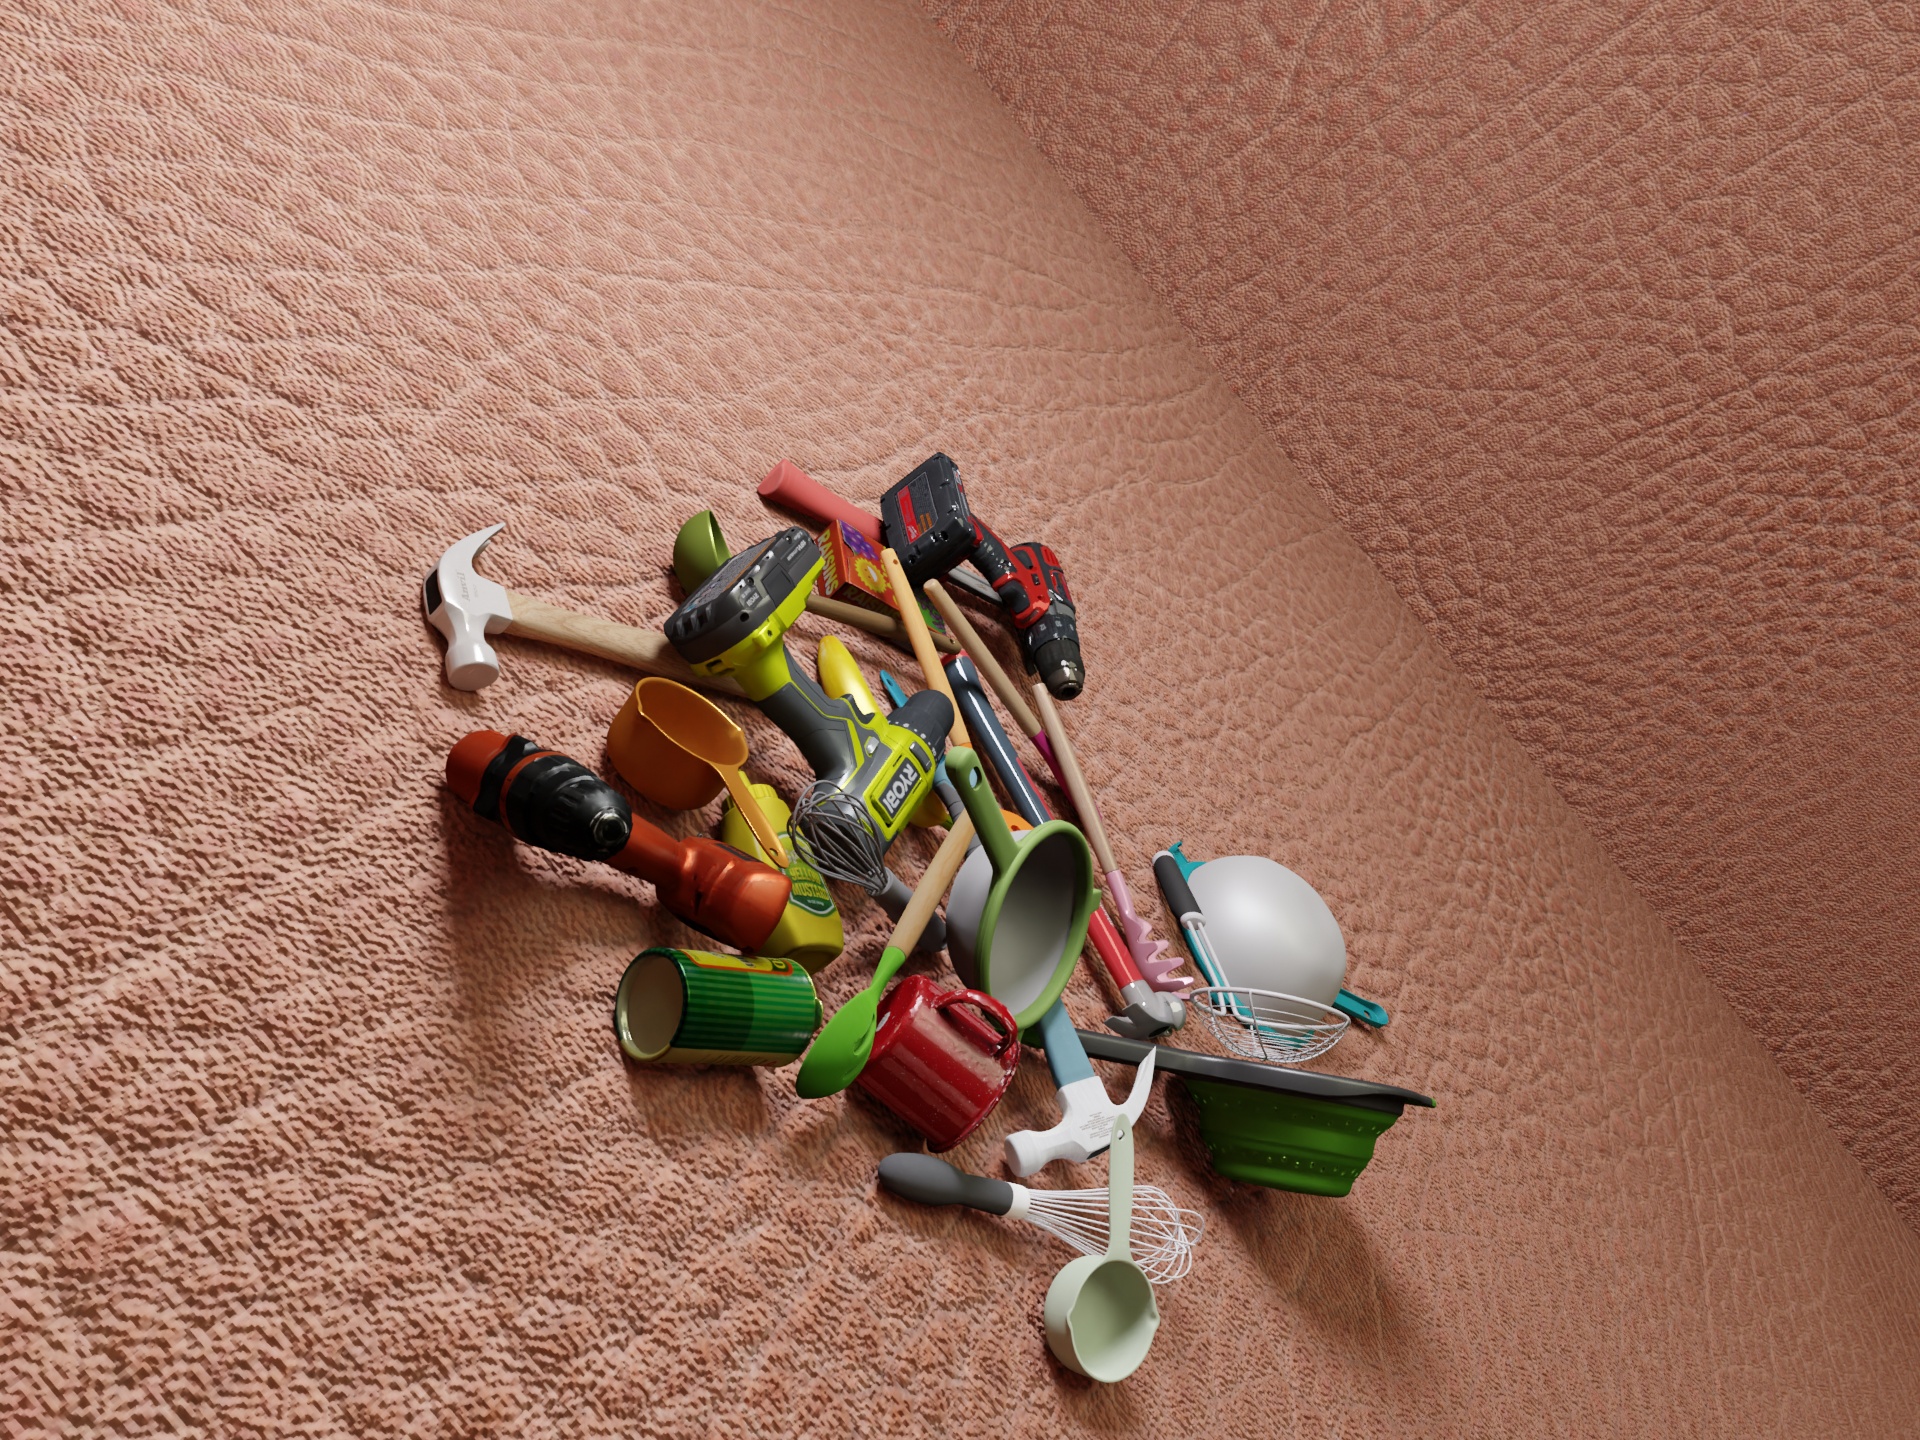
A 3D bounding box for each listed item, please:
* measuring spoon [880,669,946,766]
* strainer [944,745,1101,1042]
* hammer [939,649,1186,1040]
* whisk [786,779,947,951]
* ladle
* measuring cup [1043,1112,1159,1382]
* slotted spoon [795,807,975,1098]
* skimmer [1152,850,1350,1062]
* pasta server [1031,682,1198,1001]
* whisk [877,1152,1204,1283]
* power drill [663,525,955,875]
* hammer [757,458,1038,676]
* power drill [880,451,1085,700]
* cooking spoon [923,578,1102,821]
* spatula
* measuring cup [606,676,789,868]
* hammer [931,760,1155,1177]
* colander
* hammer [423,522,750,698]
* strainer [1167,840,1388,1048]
[{"bbox_3d":[-0.045,0.007,1.358,0.042,0.021,0.129,21,30,-50],"label":"measuring spoon"},{"bbox_3d":[0.015,0.102,1.081,0.151,0.069,0.256,-56,142,-30],"label":"strainer"},{"bbox_3d":[0.070,0.098,1.370,0.387,0.038,0.143,61,14,22],"label":"hammer"},{"bbox_3d":[-0.056,0.110,1.107,0.238,0.055,0.055,54,15,-53],"label":"whisk"},{"bbox_3d":[-0.105,-0.100,1.319,0.320,0.062,0.078,15,51,-44],"label":"ladle"},{"bbox_3d":[0.092,0.344,1.048,0.083,0.038,0.168,17,70,-36],"label":"measuring cup"},{"bbox_3d":[-0.034,0.140,1.071,0.031,0.070,0.314,19,36,10],"label":"slotted spoon"},{"bbox_3d":[0.230,0.183,1.387,0.127,0.090,0.364,16,20,-14],"label":"skimmer"},{"bbox_3d":[0.133,0.108,1.432,0.316,0.040,0.060,69,14,13],"label":"pasta server"},{"bbox_3d":[0.057,0.330,1.072,0.284,0.070,0.070,24,37,-33],"label":"whisk"},{"bbox_3d":[-0.097,-0.023,1.174,0.228,0.080,0.191,55,39,-19],"label":"power drill"},{"bbox_3d":[-0.048,-0.156,1.529,0.358,0.036,0.149,23,38,-44],"label":"hammer"},{"bbox_3d":[0.034,-0.129,1.500,0.226,0.080,0.188,34,31,-41],"label":"power drill"},{"bbox_3d":[0.054,-0.008,1.447,0.318,0.017,0.069,54,21,-30],"label":"cooking spoon"},{"bbox_3d":[-0.002,-0.004,1.332,0.081,0.041,0.323,-12,73,-35],"label":"spatula"},{"bbox_3d":[-0.169,0.047,1.036,0.095,0.052,0.174,13,34,-54],"label":"measuring cup"},{"bbox_3d":[0.044,0.167,1.189,0.128,0.033,0.331,-10,60,-20],"label":"hammer"},{"bbox_3d":[0.195,0.312,1.259,0.396,0.204,0.094,16,77,-26],"label":"colander"},{"bbox_3d":[-0.229,-0.053,1.124,0.331,0.031,0.130,16,44,-50],"label":"hammer"},{"bbox_3d":[0.359,0.236,1.608,0.340,0.095,0.211,29,34,-35],"label":"strainer"}]
